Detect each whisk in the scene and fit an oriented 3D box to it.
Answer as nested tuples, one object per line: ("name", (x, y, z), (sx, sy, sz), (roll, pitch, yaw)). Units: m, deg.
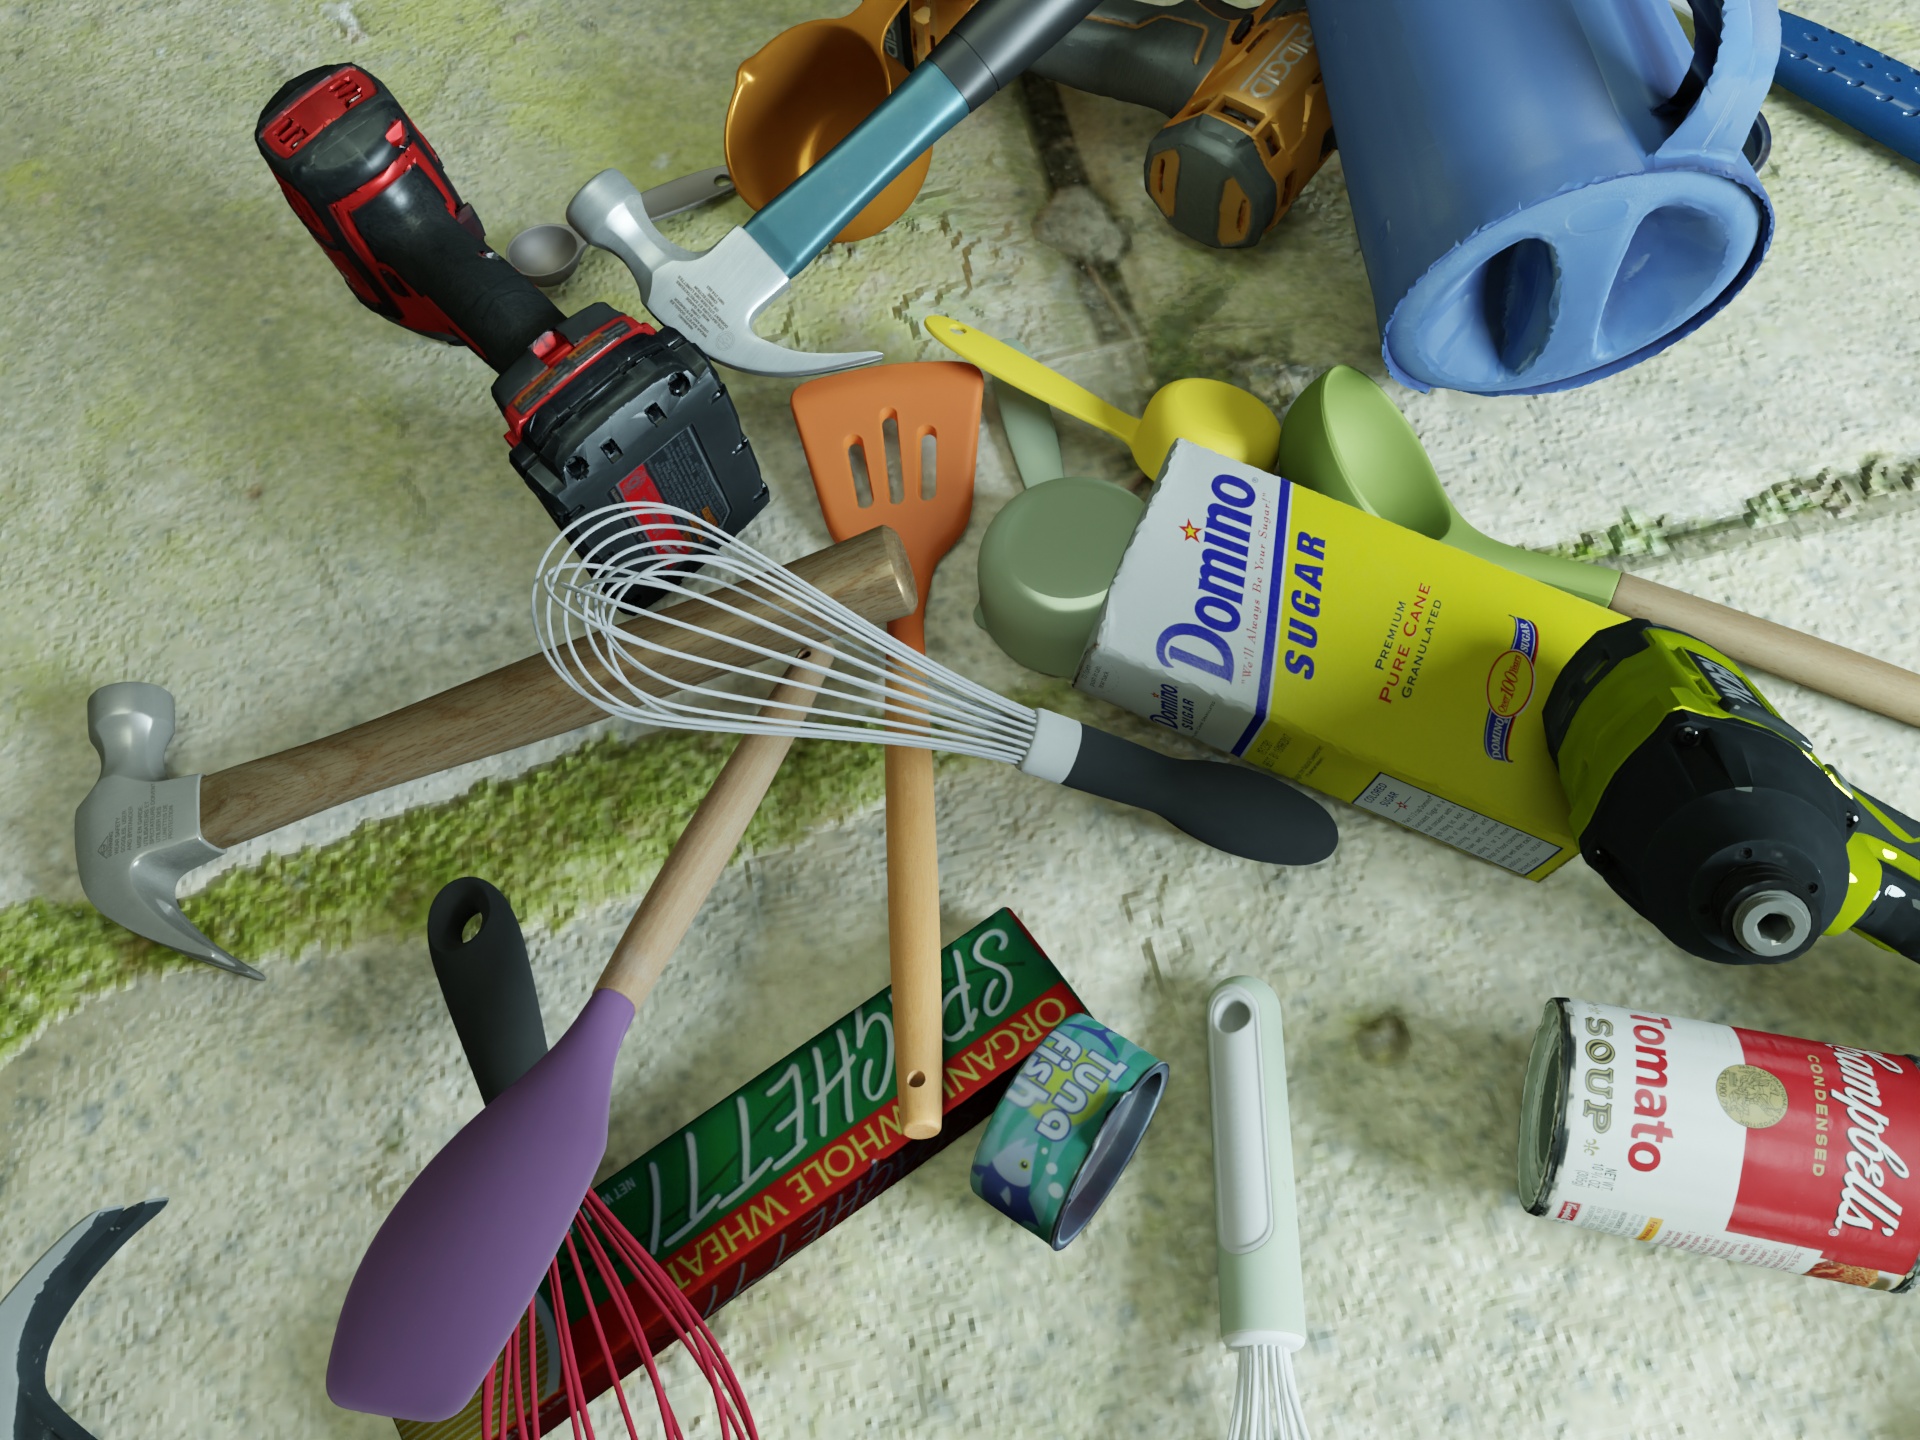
("whisk", (-0.124, 0.143, 0.477), (0.073, 0.073, 0.296), (-28, 43, -8))
("whisk", (0.000, -0.003, 0.526), (0.284, 0.070, 0.070), (18, 63, -12))
("whisk", (0.088, 0.190, 0.465), (0.058, 0.059, 0.247), (-18, 52, 29))

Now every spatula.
("spatula", (-0.101, 0.071, 0.505), (0.060, 0.018, 0.316), (-1, 38, 23))
("spatula", (-0.021, -0.008, 0.574), (0.081, 0.041, 0.323), (-6, 52, 3))

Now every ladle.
("ladle", (0.264, -0.047, 0.565), (0.320, 0.062, 0.078), (23, 38, 15))

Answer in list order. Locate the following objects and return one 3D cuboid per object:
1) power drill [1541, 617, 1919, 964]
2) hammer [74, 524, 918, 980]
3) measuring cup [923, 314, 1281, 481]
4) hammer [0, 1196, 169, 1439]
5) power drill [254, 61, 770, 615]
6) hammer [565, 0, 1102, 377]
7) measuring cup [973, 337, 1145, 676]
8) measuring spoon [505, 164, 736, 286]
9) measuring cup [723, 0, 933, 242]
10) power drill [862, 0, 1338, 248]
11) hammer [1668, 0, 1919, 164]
("power drill", (0.272, 0.061, 0.427), (0.223, 0.171, 0.080), (28, 112, 3))
("hammer", (-0.174, 0.000, 0.586), (0.331, 0.031, 0.130), (-19, 63, 7))
("measuring cup", (0.056, -0.135, 0.631), (0.156, 0.029, 0.062), (29, 43, 10))
("hammer", (-0.124, 0.274, 0.435), (0.409, 0.036, 0.149), (21, 86, 14))
("power drill", (-0.180, -0.151, 0.637), (0.078, 0.143, 0.220), (-42, 71, -10))
("hammer", (0.004, -0.269, 0.647), (0.331, 0.033, 0.128), (-42, 100, 1))
("measuring cup", (0.034, -0.097, 0.629), (0.083, 0.038, 0.168), (-13, 63, 0))
("measuring spoon", (-0.152, -0.231, 0.745), (0.124, 0.018, 0.034), (-28, 61, -16))
("measuring cup", (-0.030, -0.290, 0.697), (0.095, 0.052, 0.173), (45, 106, 23))
("power drill", (0.092, -0.329, 0.729), (0.226, 0.084, 0.185), (33, 70, 18))
("hammer", (0.345, -0.323, 0.715), (0.144, 0.035, 0.406), (-39, 64, -13))
